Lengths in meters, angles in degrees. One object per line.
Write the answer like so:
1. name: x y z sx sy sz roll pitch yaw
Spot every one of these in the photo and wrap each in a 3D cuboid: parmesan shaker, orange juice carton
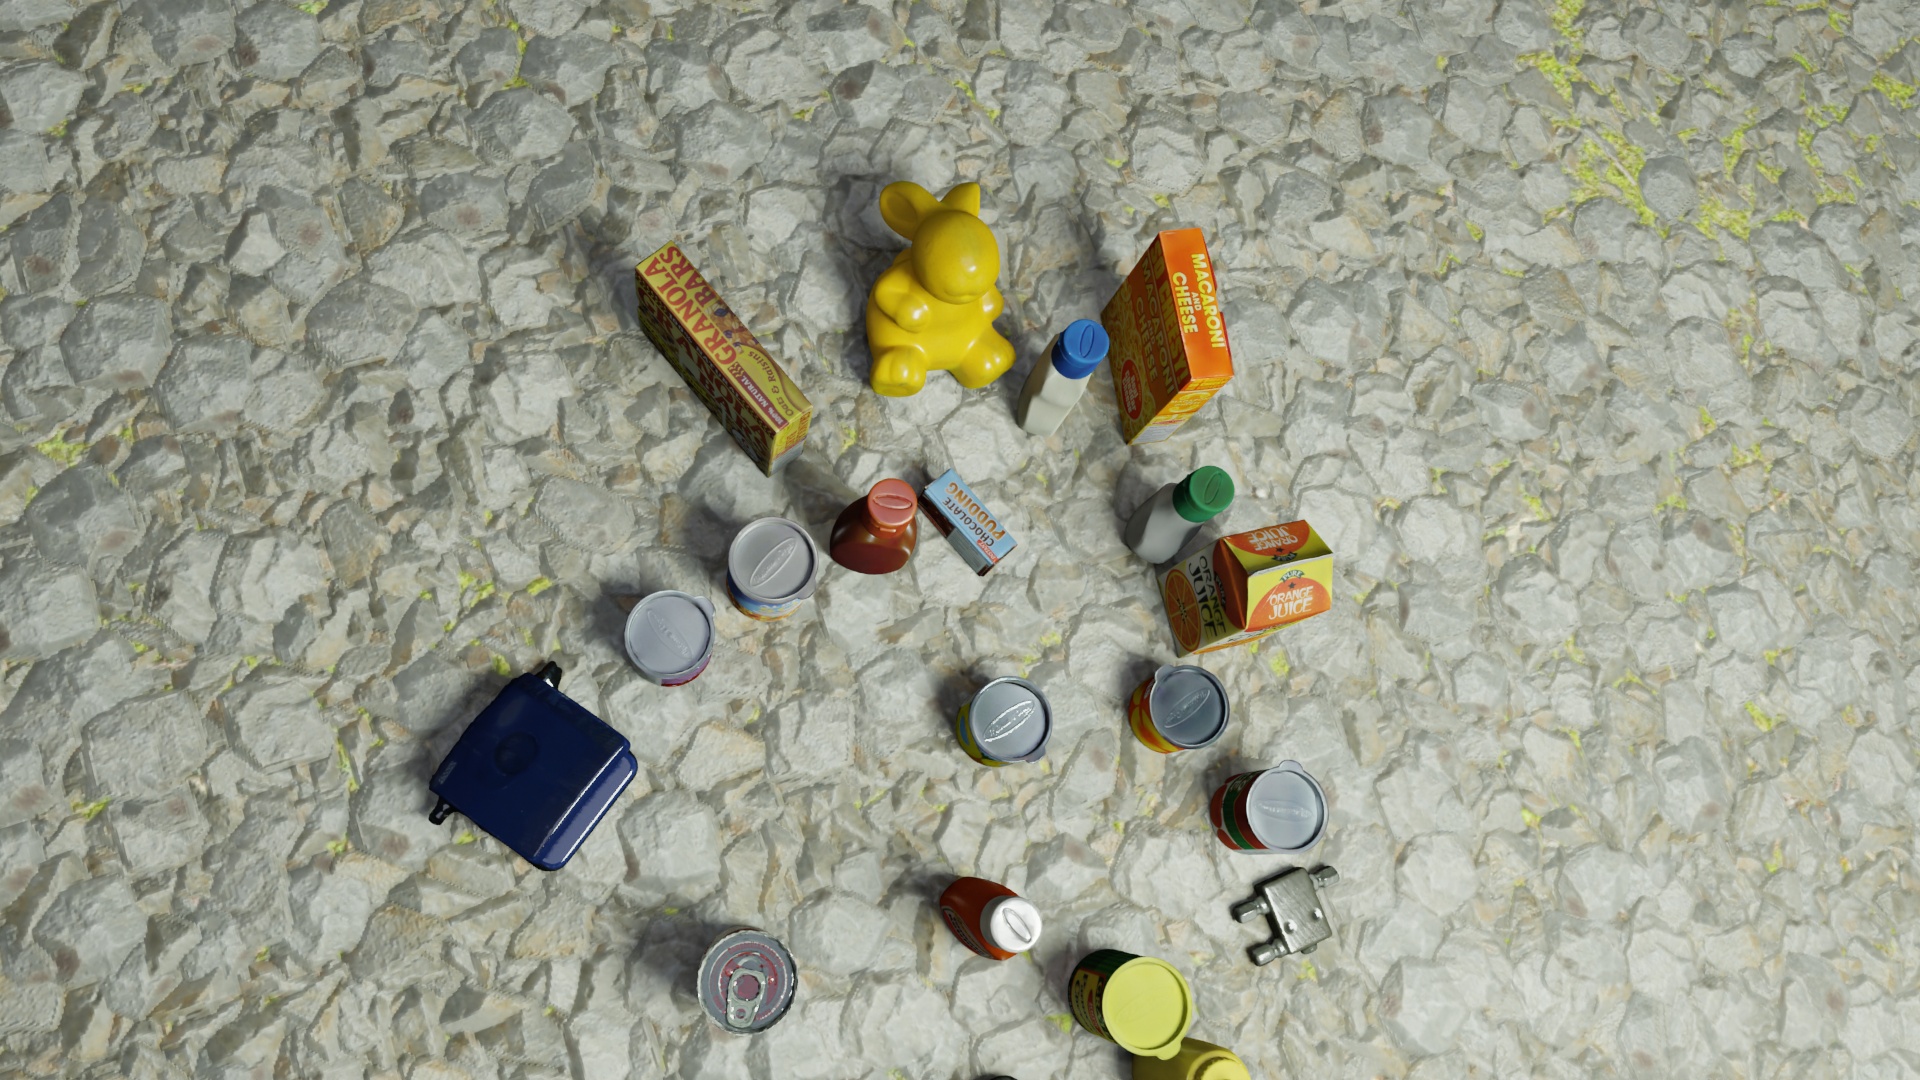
1. parmesan shaker: 0.124 0.341 1.024 0.071 0.103 0.071 3 76 -10
2. orange juice carton: 0.223 0.036 1.072 0.072 0.192 0.073 -11 79 -13

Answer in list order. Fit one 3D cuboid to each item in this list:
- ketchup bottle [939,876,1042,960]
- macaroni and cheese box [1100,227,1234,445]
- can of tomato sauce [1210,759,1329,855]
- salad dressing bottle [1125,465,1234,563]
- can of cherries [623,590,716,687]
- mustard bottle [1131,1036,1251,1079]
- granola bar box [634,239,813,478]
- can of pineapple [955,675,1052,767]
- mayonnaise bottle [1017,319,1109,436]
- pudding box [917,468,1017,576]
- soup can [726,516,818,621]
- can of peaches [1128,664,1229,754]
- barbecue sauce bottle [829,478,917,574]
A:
1. ketchup bottle: 0.025 0.272 0.998 0.044 0.148 0.065 -39 86 -17
2. macaroni and cheese box: 0.164 -0.161 1.124 0.040 0.166 0.124 -7 78 -12
3. can of tomato sauce: 0.240 0.211 1.089 0.071 0.083 0.071 3 76 -10
4. salad dressing bottle: 0.173 -0.022 1.101 0.044 0.147 0.064 27 73 -3
5. can of cherries: -0.216 0.074 1.048 0.071 0.058 0.071 3 76 -10
6. mustard bottle: 0.171 0.385 0.992 0.065 0.159 0.049 7 76 -9
7. granola bar box: -0.185 -0.135 1.072 0.039 0.124 0.165 -39 86 -17
8. can of pineapple: 0.034 0.144 1.080 0.071 0.057 0.071 3 76 -10
9. mayonnaise bottle: 0.081 -0.133 1.111 0.041 0.147 0.065 16 74 -7
10. pudding box: 0.004 -0.014 1.118 0.030 0.049 0.084 -41 87 -17
11. soup can: -0.143 0.026 1.061 0.071 0.083 0.071 3 76 -10
12. can of peaches: 0.172 0.134 1.109 0.071 0.058 0.071 3 76 -10
13. barbecue sauce bottle: -0.062 -0.010 1.052 0.065 0.148 0.044 9 75 -9
